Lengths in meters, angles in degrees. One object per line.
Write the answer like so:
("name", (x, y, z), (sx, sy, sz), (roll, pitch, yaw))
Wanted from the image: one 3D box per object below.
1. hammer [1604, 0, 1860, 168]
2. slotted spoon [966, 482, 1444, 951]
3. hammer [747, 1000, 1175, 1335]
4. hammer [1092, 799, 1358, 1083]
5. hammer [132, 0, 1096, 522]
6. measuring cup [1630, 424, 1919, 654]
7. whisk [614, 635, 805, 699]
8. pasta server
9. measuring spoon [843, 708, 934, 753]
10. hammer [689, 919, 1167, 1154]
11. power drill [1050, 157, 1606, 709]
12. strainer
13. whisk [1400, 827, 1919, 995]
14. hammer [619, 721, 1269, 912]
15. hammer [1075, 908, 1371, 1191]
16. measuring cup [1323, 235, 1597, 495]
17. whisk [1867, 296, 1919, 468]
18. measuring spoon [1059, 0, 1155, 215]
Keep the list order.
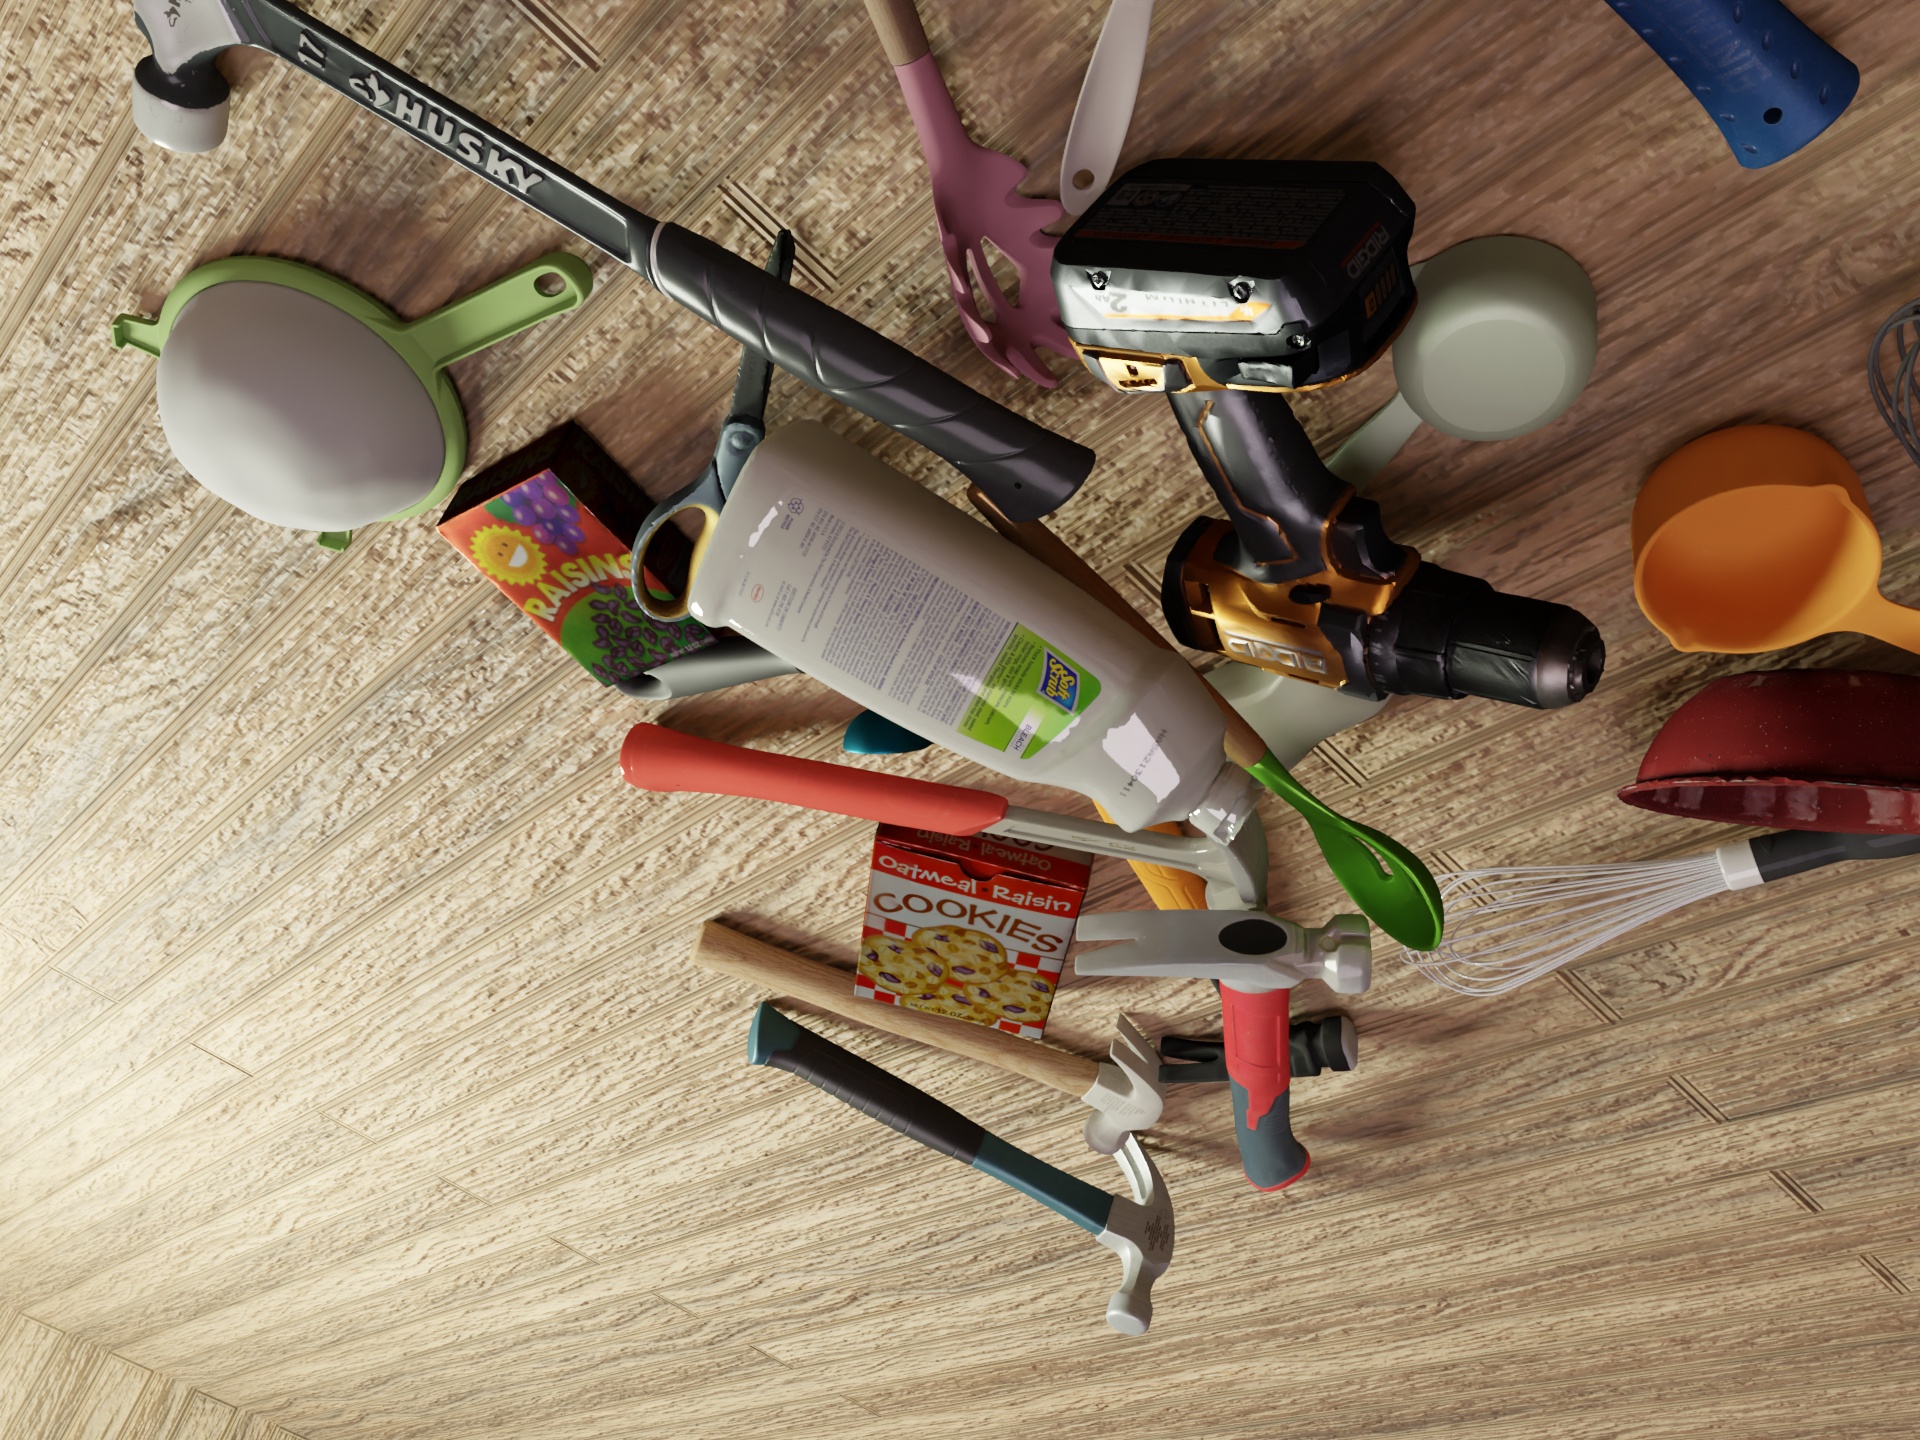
("hammer", (0.120, -0.305, 0.456), (0.405, 0.035, 0.144), (33, 136, -19))
("slotted spoon", (0.117, -0.001, 0.717), (0.313, 0.031, 0.070), (42, 167, -18))
("hammer", (-0.001, 0.289, 1.097), (0.331, 0.128, 0.033), (29, 137, -2))
("hammer", (0.122, 0.105, 0.905), (0.127, 0.034, 0.336), (-10, 132, 25))
("hammer", (-0.129, -0.194, 0.619), (0.409, 0.036, 0.149), (29, 135, -5))
("measuring cup", (0.355, -0.062, 0.641), (0.173, 0.052, 0.095), (18, 138, -6))
("whisk", (-0.063, -0.038, 0.791), (0.296, 0.073, 0.073), (-6, 135, 32))
("pasta server", (-0.023, -0.256, 0.551), (0.040, 0.060, 0.315), (28, 152, 47))
("measuring spoon", (-0.001, -0.003, 0.792), (0.042, 0.128, 0.021), (10, 106, 53))
("hammer", (-0.018, 0.200, 1.053), (0.331, 0.031, 0.130), (21, 139, -6))
("power drill", (0.144, -0.094, 0.608), (0.185, 0.084, 0.226), (18, 148, 39))
("strainer", (-0.271, -0.146, 0.720), (0.256, 0.069, 0.151), (-13, 131, 30))
("whisk", (0.357, 0.082, 0.796), (0.284, 0.070, 0.070), (-21, 128, 28))
("hammer", (-0.022, 0.040, 0.822), (0.359, 0.037, 0.149), (9, 157, 21))
("hammer", (0.158, 0.204, 0.925), (0.143, 0.038, 0.385), (0, 149, 11))
("measuring cup", (0.183, -0.118, 0.639), (0.083, 0.038, 0.167), (27, 136, -13))
("whisk", (0.408, -0.077, 0.617), (0.055, 0.055, 0.238), (-20, 132, 33))
("measuring spoon", (0.055, -0.236, 0.562), (0.034, 0.018, 0.124), (6, 139, -10))
